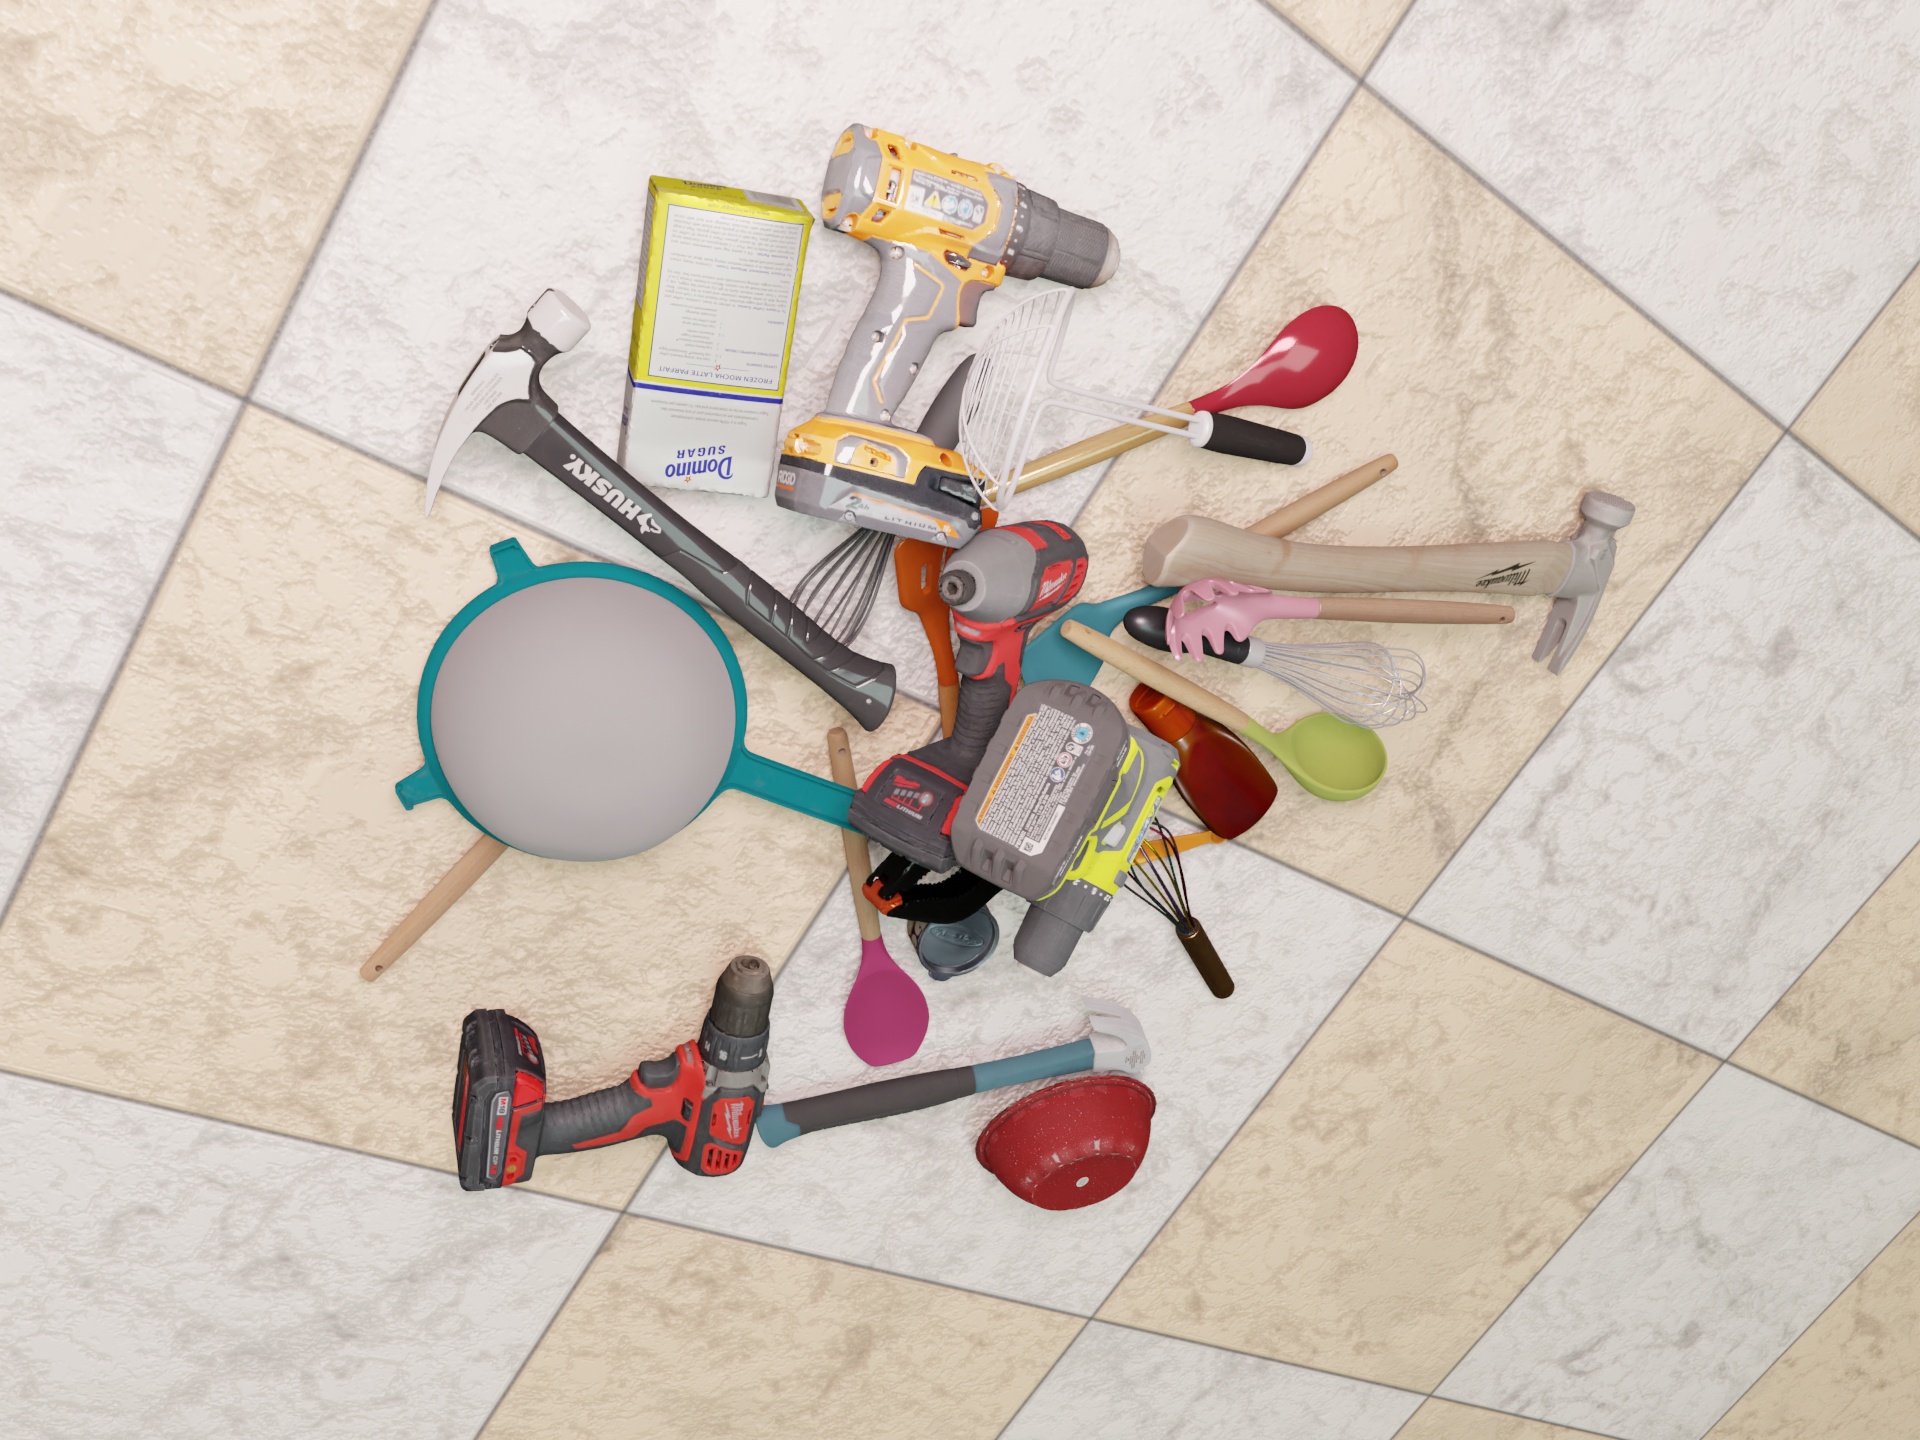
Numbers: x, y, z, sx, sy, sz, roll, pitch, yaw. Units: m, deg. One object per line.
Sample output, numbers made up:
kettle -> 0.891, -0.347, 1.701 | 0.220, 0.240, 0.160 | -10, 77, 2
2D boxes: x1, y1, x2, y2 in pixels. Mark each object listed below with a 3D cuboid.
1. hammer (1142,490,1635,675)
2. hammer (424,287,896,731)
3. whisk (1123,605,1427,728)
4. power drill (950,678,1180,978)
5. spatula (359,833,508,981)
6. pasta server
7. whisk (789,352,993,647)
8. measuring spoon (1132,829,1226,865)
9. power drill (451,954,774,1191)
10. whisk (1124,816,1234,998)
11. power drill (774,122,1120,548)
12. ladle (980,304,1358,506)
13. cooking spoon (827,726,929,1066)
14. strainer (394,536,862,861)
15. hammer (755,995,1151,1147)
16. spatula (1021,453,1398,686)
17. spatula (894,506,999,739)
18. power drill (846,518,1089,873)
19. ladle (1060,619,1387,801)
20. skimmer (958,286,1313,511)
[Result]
hammer -> 0.313, -0.102, 1.165 | 0.410, 0.038, 0.146 | -1, 120, -25
hammer -> -0.165, -0.096, 0.966 | 0.146, 0.035, 0.334 | -43, 119, 13
whisk -> 0.234, -0.045, 1.157 | 0.284, 0.070, 0.070 | 13, 114, -30
power drill -> 0.071, 0.077, 1.072 | 0.190, 0.080, 0.228 | -63, 159, -6
spatula -> -0.299, 0.064, 1.073 | 0.316, 0.018, 0.059 | -45, 120, 8
pasta server -> 0.273, -0.073, 1.118 | 0.316, 0.040, 0.060 | 0, 133, -27
whisk -> -0.048, -0.135, 1.036 | 0.055, 0.055, 0.239 | 26, 103, -30
measuring spoon -> 0.159, 0.099, 1.264 | 0.117, 0.011, 0.021 | -13, 127, -8
power drill -> -0.248, 0.257, 1.170 | 0.226, 0.080, 0.187 | 3, 118, -24
whisk -> 0.173, 0.152, 1.277 | 0.047, 0.051, 0.244 | -3, 139, 30
power drill -> -0.008, -0.222, 0.958 | 0.185, 0.084, 0.226 | 10, 98, -23
ladle -> 0.131, -0.200, 1.072 | 0.315, 0.031, 0.069 | -22, 127, -4
cooking spoon -> -0.070, 0.141, 1.199 | 0.068, 0.017, 0.318 | -13, 122, -9
strainer -> -0.180, 0.034, 1.028 | 0.340, 0.095, 0.211 | 21, 106, -20
hammer -> -0.003, 0.296, 1.295 | 0.331, 0.033, 0.128 | -10, 136, -11
spatula -> 0.180, -0.104, 1.133 | 0.317, 0.044, 0.082 | -30, 128, -3
spatula -> -0.002, -0.004, 1.127 | 0.081, 0.041, 0.322 | -24, 127, -24
power drill -> 0.007, -0.021, 1.027 | 0.143, 0.079, 0.219 | -22, 134, -59
ladle -> 0.197, -0.014, 1.158 | 0.319, 0.078, 0.062 | 25, 131, -36
skimmer -> 0.131, -0.177, 0.972 | 0.363, 0.090, 0.127 | 1, 114, -45
